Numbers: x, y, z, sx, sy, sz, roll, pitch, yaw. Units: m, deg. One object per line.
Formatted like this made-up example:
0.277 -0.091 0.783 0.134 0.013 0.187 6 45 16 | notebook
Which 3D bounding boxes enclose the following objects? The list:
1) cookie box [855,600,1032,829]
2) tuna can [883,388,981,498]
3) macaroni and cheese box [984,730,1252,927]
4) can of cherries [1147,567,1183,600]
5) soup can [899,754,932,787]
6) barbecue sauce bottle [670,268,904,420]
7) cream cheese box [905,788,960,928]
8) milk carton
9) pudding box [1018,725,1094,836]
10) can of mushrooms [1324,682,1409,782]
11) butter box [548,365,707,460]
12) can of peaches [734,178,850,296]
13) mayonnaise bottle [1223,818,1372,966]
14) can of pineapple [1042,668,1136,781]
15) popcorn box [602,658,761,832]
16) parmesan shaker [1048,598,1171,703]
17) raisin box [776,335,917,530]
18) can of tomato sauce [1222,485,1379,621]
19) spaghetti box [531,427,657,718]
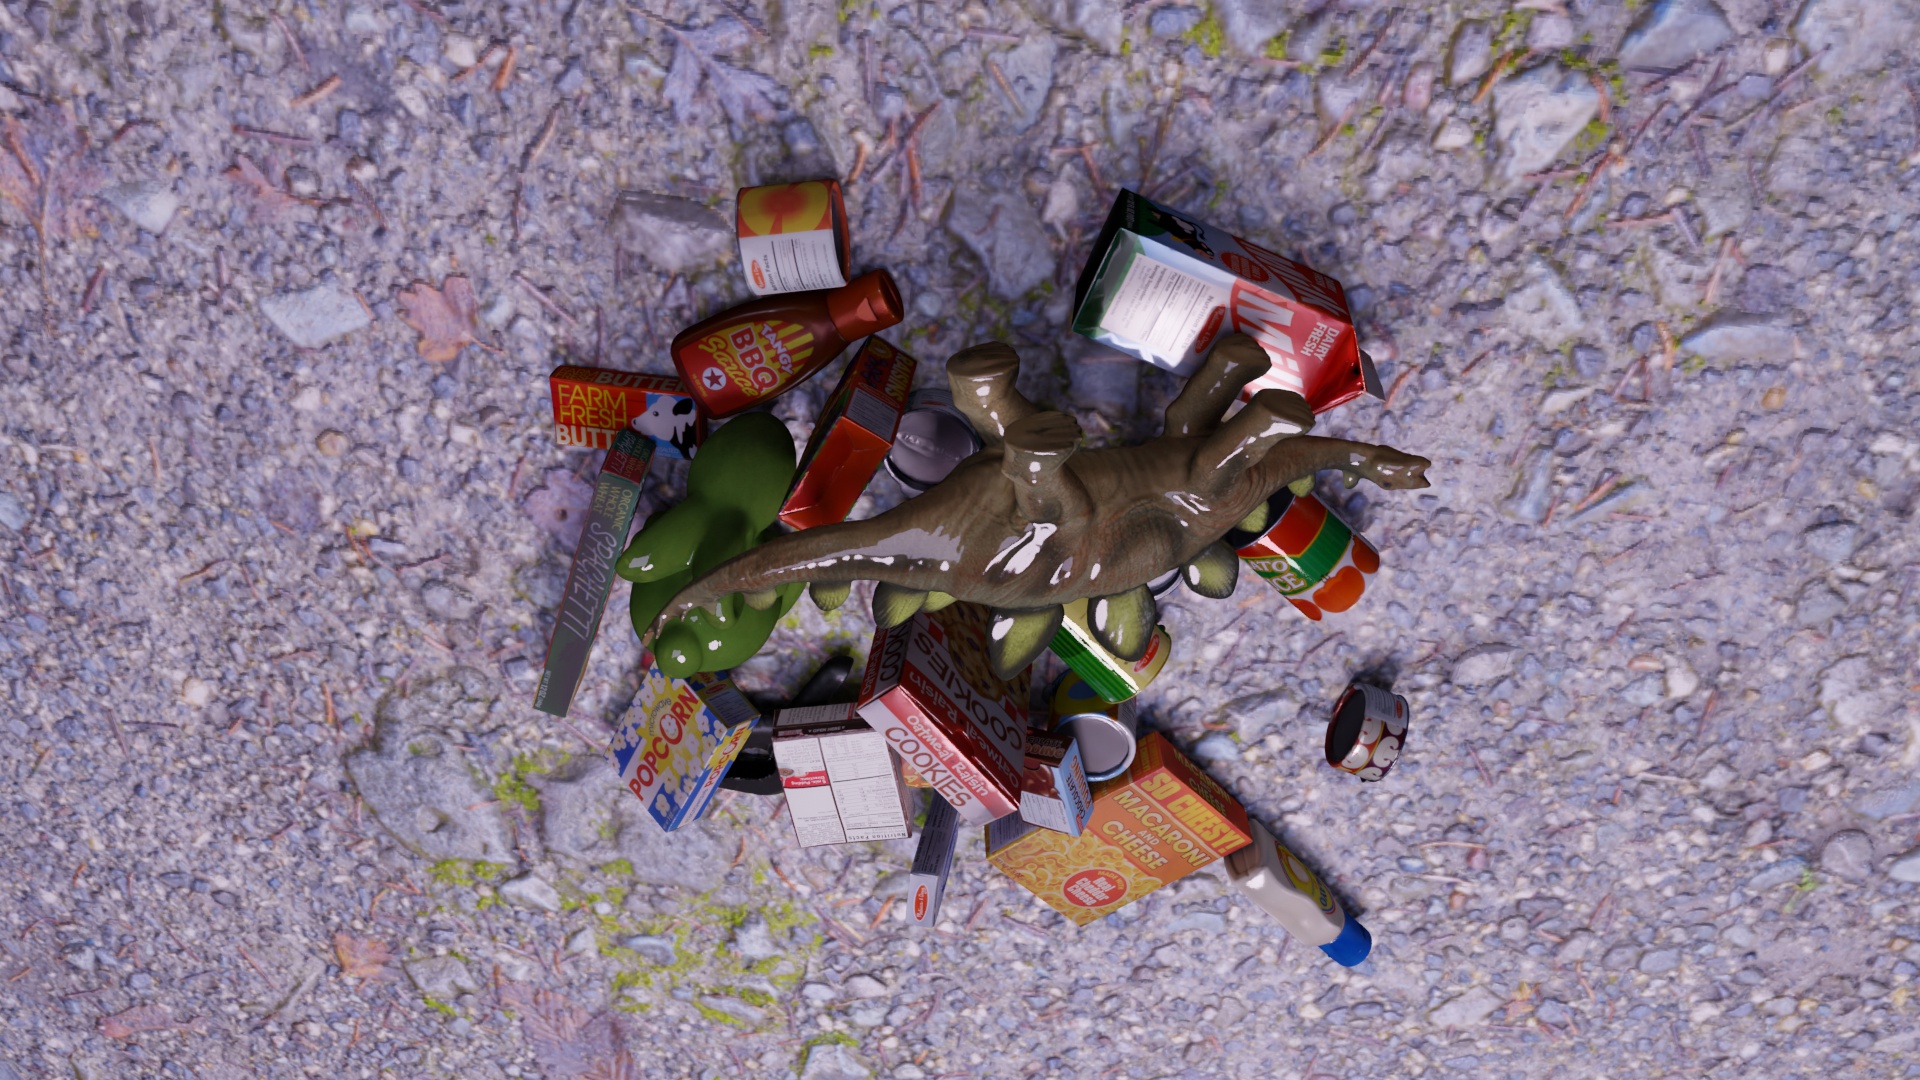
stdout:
-0.005 0.095 0.947 0.040 0.168 0.122 -34 112 23 | cookie box
-0.020 -0.064 0.931 0.071 0.033 0.070 3 122 5 | tuna can
0.121 0.225 1.076 0.166 0.040 0.123 -34 124 23 | macaroni and cheese box
0.117 -0.001 0.938 0.071 0.059 0.071 3 123 5 | can of cherries
0.001 0.150 1.038 0.084 0.072 0.071 -3 121 9 | soup can
-0.109 -0.131 0.895 0.148 0.044 0.064 -20 113 17 | barbecue sauce bottle
-0.020 0.243 1.077 0.024 0.104 0.053 10 121 6 | cream cheese box
0.169 -0.135 0.842 0.191 0.073 0.073 22 122 -6 | milk carton
0.063 0.173 0.998 0.049 0.030 0.083 10 136 30 | pudding box
0.290 0.139 0.998 0.033 0.071 0.070 20 122 -5 | can of mushrooms
-0.226 -0.087 0.947 0.103 0.024 0.052 7 123 3 | butter box
-0.101 -0.187 0.847 0.058 0.071 0.071 -5 121 6 | can of peaches
0.267 0.283 1.094 0.041 0.065 0.148 -39 114 22 | mayonnaise bottle
0.095 0.135 1.024 0.071 0.058 0.070 3 122 5 | can of pineapple
-0.215 0.150 1.061 0.085 0.038 0.126 45 122 20 | popcorn box
0.091 0.055 0.974 0.071 0.072 0.103 -38 109 25 | parmesan shaker
-0.071 -0.066 0.882 0.040 0.124 0.085 29 120 -11 | raisin box
0.225 0.005 0.923 0.083 0.071 0.071 39 118 -17 | can of tomato sauce
-0.264 0.030 0.992 0.029 0.050 0.248 20 128 -10 | spaghetti box
